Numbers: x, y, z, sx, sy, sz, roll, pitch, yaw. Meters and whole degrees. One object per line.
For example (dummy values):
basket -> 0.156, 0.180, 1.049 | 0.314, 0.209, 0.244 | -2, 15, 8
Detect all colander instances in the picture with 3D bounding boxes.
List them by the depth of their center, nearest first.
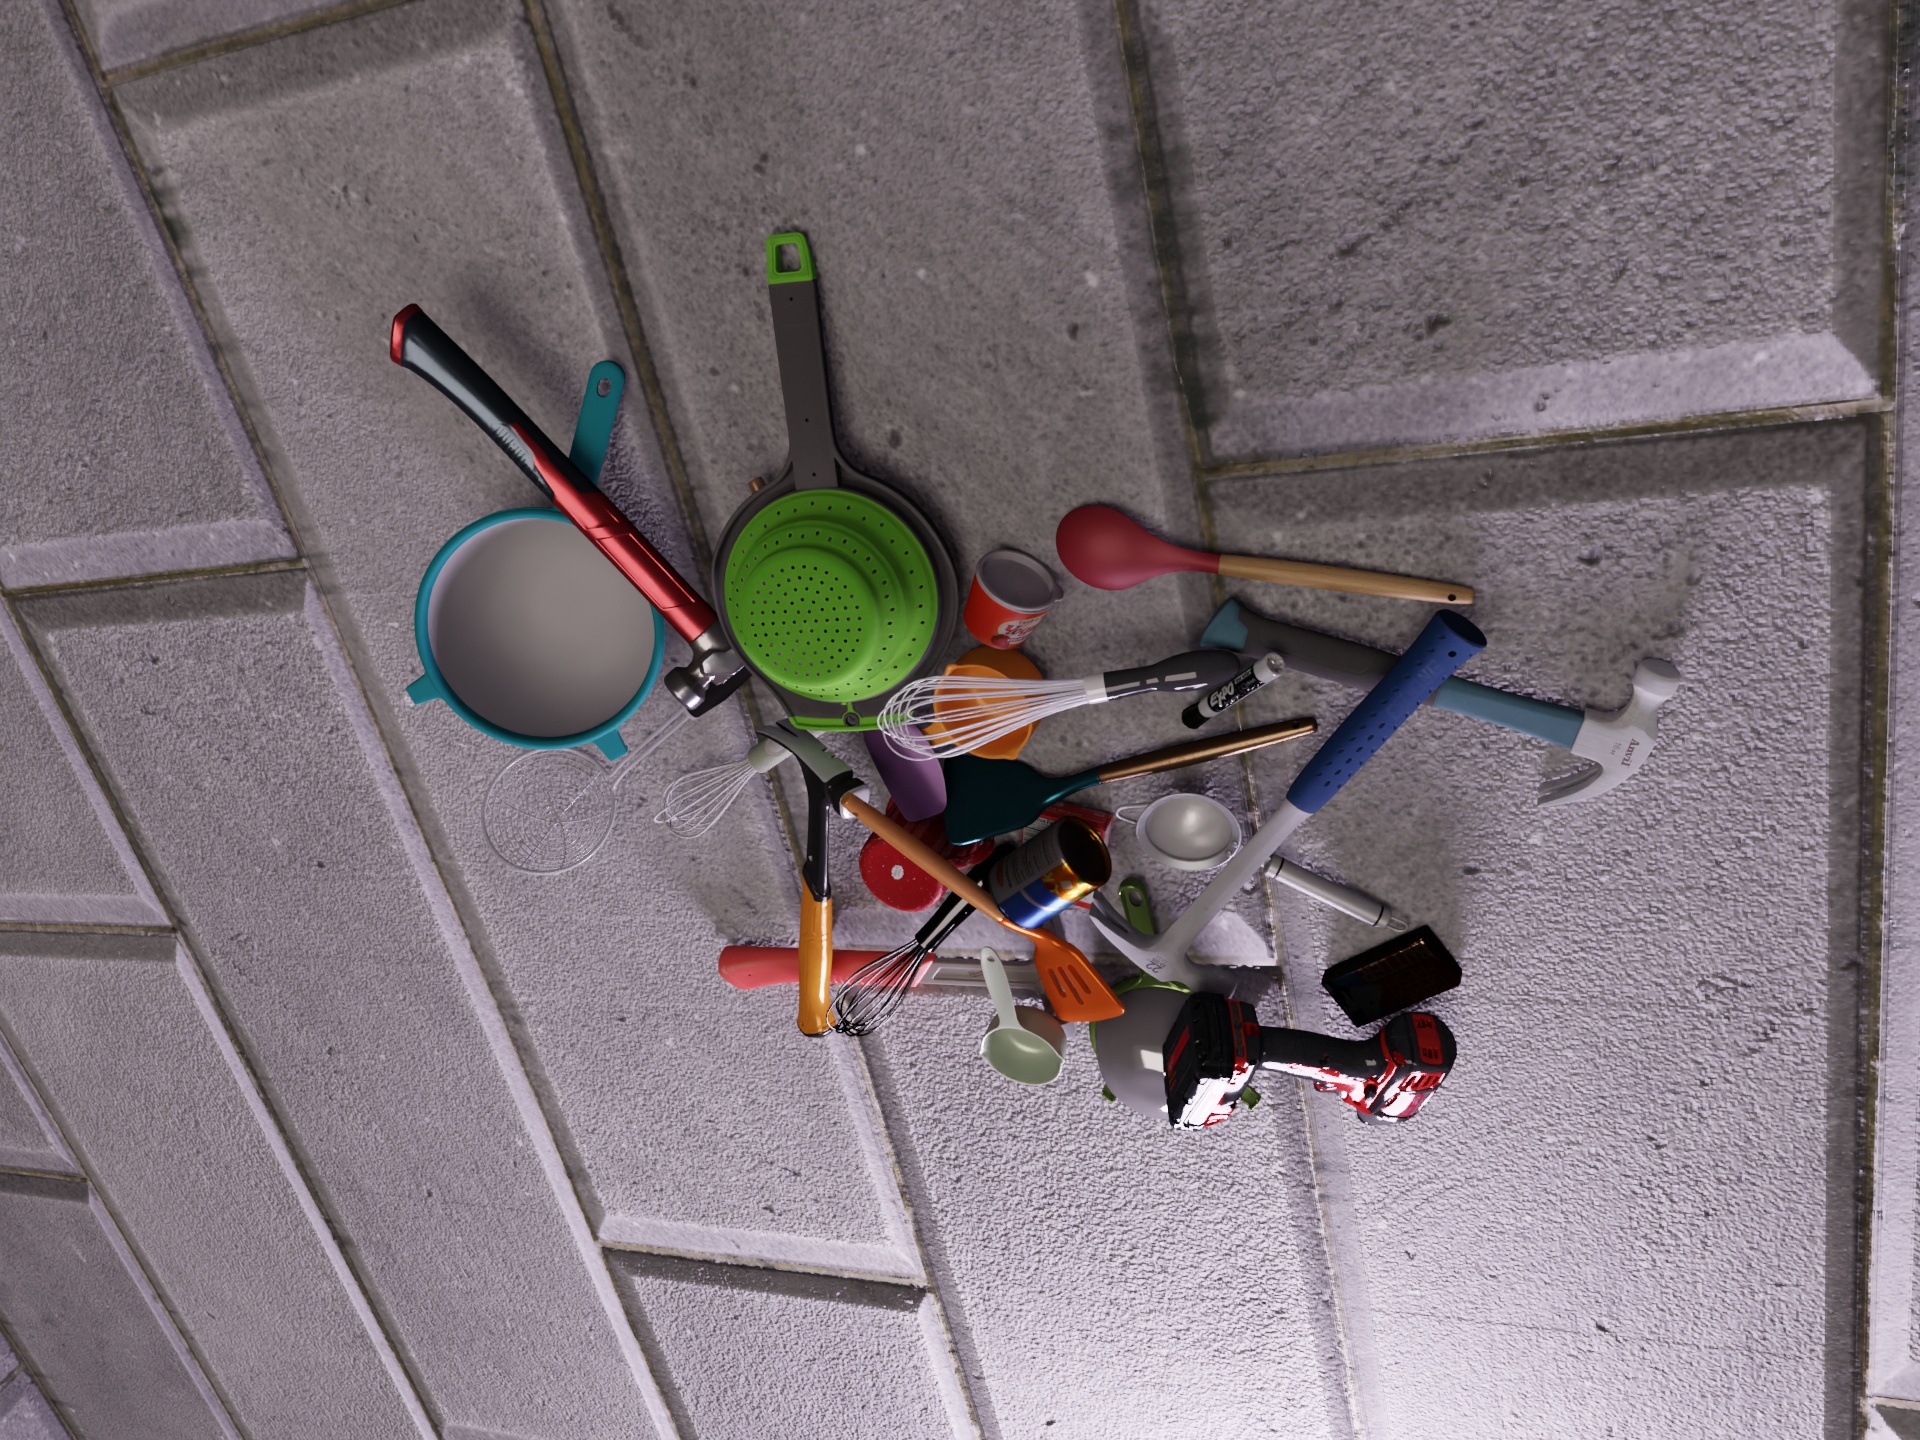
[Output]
colander -> -0.117, -0.167, 1.221 | 0.204, 0.094, 0.397 | -2, 108, 12

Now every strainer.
strainer -> 0.248, 0.115, 1.299 | 0.258, 0.050, 0.086 | 26, 131, 0
strainer -> -0.339, -0.146, 1.375 | 0.211, 0.095, 0.340 | 17, 103, -7
strainer -> 0.168, 0.260, 1.397 | 0.151, 0.069, 0.256 | -3, 119, 25

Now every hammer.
hammer -> 0.341, -0.028, 1.179 | 0.331, 0.033, 0.128 | 18, 123, 13
hammer -> 0.250, 0.069, 1.223 | 0.144, 0.035, 0.405 | 30, 125, -7
hammer -> -0.302, -0.193, 1.296 | 0.143, 0.038, 0.386 | -42, 104, 3
hammer -> -0.134, 0.157, 1.428 | 0.127, 0.034, 0.336 | 39, 138, 37
hammer -> -0.069, 0.227, 1.500 | 0.359, 0.037, 0.149 | -1, 118, 23

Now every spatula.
spatula -> 0.134, 0.037, 1.296 | 0.317, 0.082, 0.044 | -15, 153, 26
spatula -> -0.095, -0.058, 1.317 | 0.060, 0.018, 0.316 | -22, 100, 31
spatula -> 0.015, 0.159, 1.343 | 0.322, 0.041, 0.081 | 39, 143, -28

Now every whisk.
whisk -> 0.074, -0.019, 1.227 | 0.284, 0.070, 0.070 | -10, 115, 11
whisk -> -0.034, 0.196, 1.417 | 0.055, 0.055, 0.239 | 42, 100, -4
whisk -> -0.190, 0.040, 1.439 | 0.246, 0.059, 0.058 | -32, 75, 30

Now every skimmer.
skimmer -> -0.302, 0.020, 1.446 | 0.363, 0.090, 0.127 | -36, 69, 32

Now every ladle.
ladle -> 0.220, -0.113, 1.187 | 0.315, 0.031, 0.069 | 9, 122, 16

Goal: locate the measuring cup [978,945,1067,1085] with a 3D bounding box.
measuring cup -> 0.048, 0.254, 1.415 | 0.083, 0.038, 0.167 | -1, 124, 24

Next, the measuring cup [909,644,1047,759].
measuring cup -> -0.002, -0.004, 1.331 | 0.173, 0.052, 0.095 | -26, 105, 39

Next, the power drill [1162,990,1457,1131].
power drill -> 0.287, 0.293, 1.327 | 0.219, 0.079, 0.143 | 5, 140, -6
